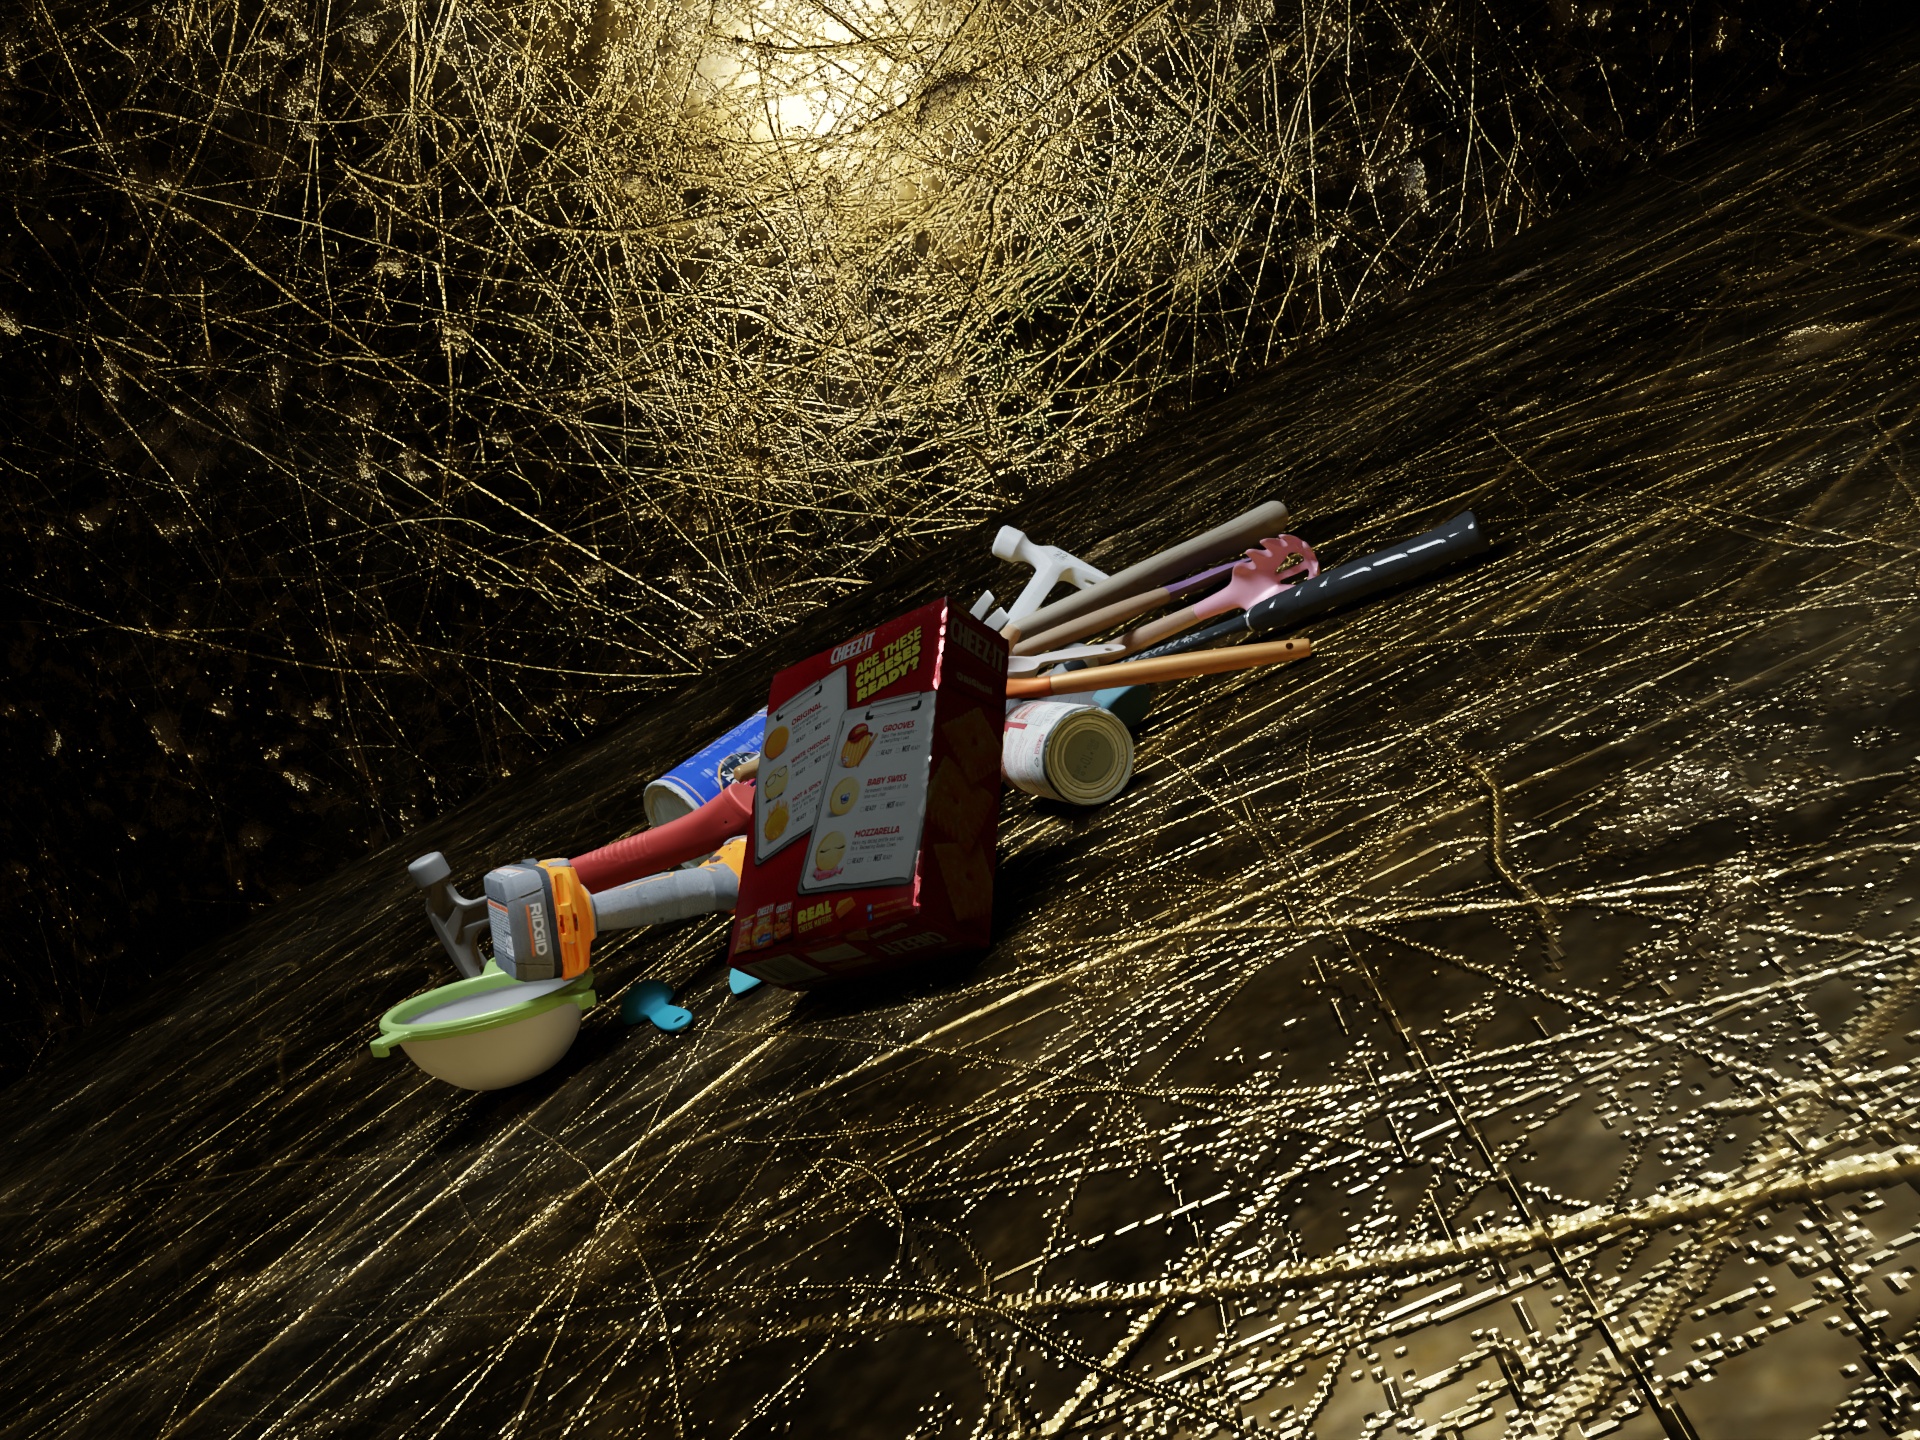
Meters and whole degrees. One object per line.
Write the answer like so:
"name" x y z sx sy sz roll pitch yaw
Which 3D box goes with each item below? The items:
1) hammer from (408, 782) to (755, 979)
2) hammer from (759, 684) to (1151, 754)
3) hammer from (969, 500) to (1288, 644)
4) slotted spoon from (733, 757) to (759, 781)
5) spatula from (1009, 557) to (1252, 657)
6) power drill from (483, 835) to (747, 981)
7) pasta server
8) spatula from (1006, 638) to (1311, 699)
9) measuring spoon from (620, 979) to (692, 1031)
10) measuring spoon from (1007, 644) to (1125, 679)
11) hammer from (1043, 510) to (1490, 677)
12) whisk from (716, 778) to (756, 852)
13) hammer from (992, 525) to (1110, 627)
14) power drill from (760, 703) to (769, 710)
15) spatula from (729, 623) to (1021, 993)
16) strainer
"hammer" -0.305 0.137 1.355 0.359 0.149 0.037 -20 14 24
"hammer" -0.002 -0.004 1.268 0.331 0.033 0.128 -3 28 36
"hammer" 0.154 -0.127 1.436 0.410 0.038 0.146 -27 -20 -31
"slotted spoon" -0.083 0.011 1.436 0.313 0.031 0.070 -19 -23 -46
"spatula" 0.164 -0.104 1.404 0.316 0.018 0.060 -22 -3 -33
"power drill" -0.232 0.132 1.190 0.226 0.084 0.164 -9 1 -24
"pasta server" 0.179 -0.082 1.361 0.316 0.060 0.040 -24 -5 41
"spatula" 0.093 -0.026 1.161 0.322 0.081 0.041 -8 -25 12
"measuring spoon" -0.213 0.199 1.119 0.042 0.021 0.128 -34 11 -22
"measuring spoon" 0.080 -0.043 1.244 0.124 0.018 0.034 -11 24 -32
"hammer" 0.215 -0.074 1.236 0.409 0.036 0.149 -21 15 36
"whisk" -0.151 0.036 1.437 0.073 0.073 0.296 -22 27 33
"hammer" 0.036 -0.061 1.503 0.406 0.144 0.035 -56 -13 -50
"power drill" -0.099 -0.015 1.620 0.171 0.080 0.223 -30 9 -41
"spatula" -0.056 0.062 1.113 0.317 0.044 0.082 -57 10 -1
"strainer" -0.347 0.227 1.199 0.151 0.069 0.256 -12 3 -13
